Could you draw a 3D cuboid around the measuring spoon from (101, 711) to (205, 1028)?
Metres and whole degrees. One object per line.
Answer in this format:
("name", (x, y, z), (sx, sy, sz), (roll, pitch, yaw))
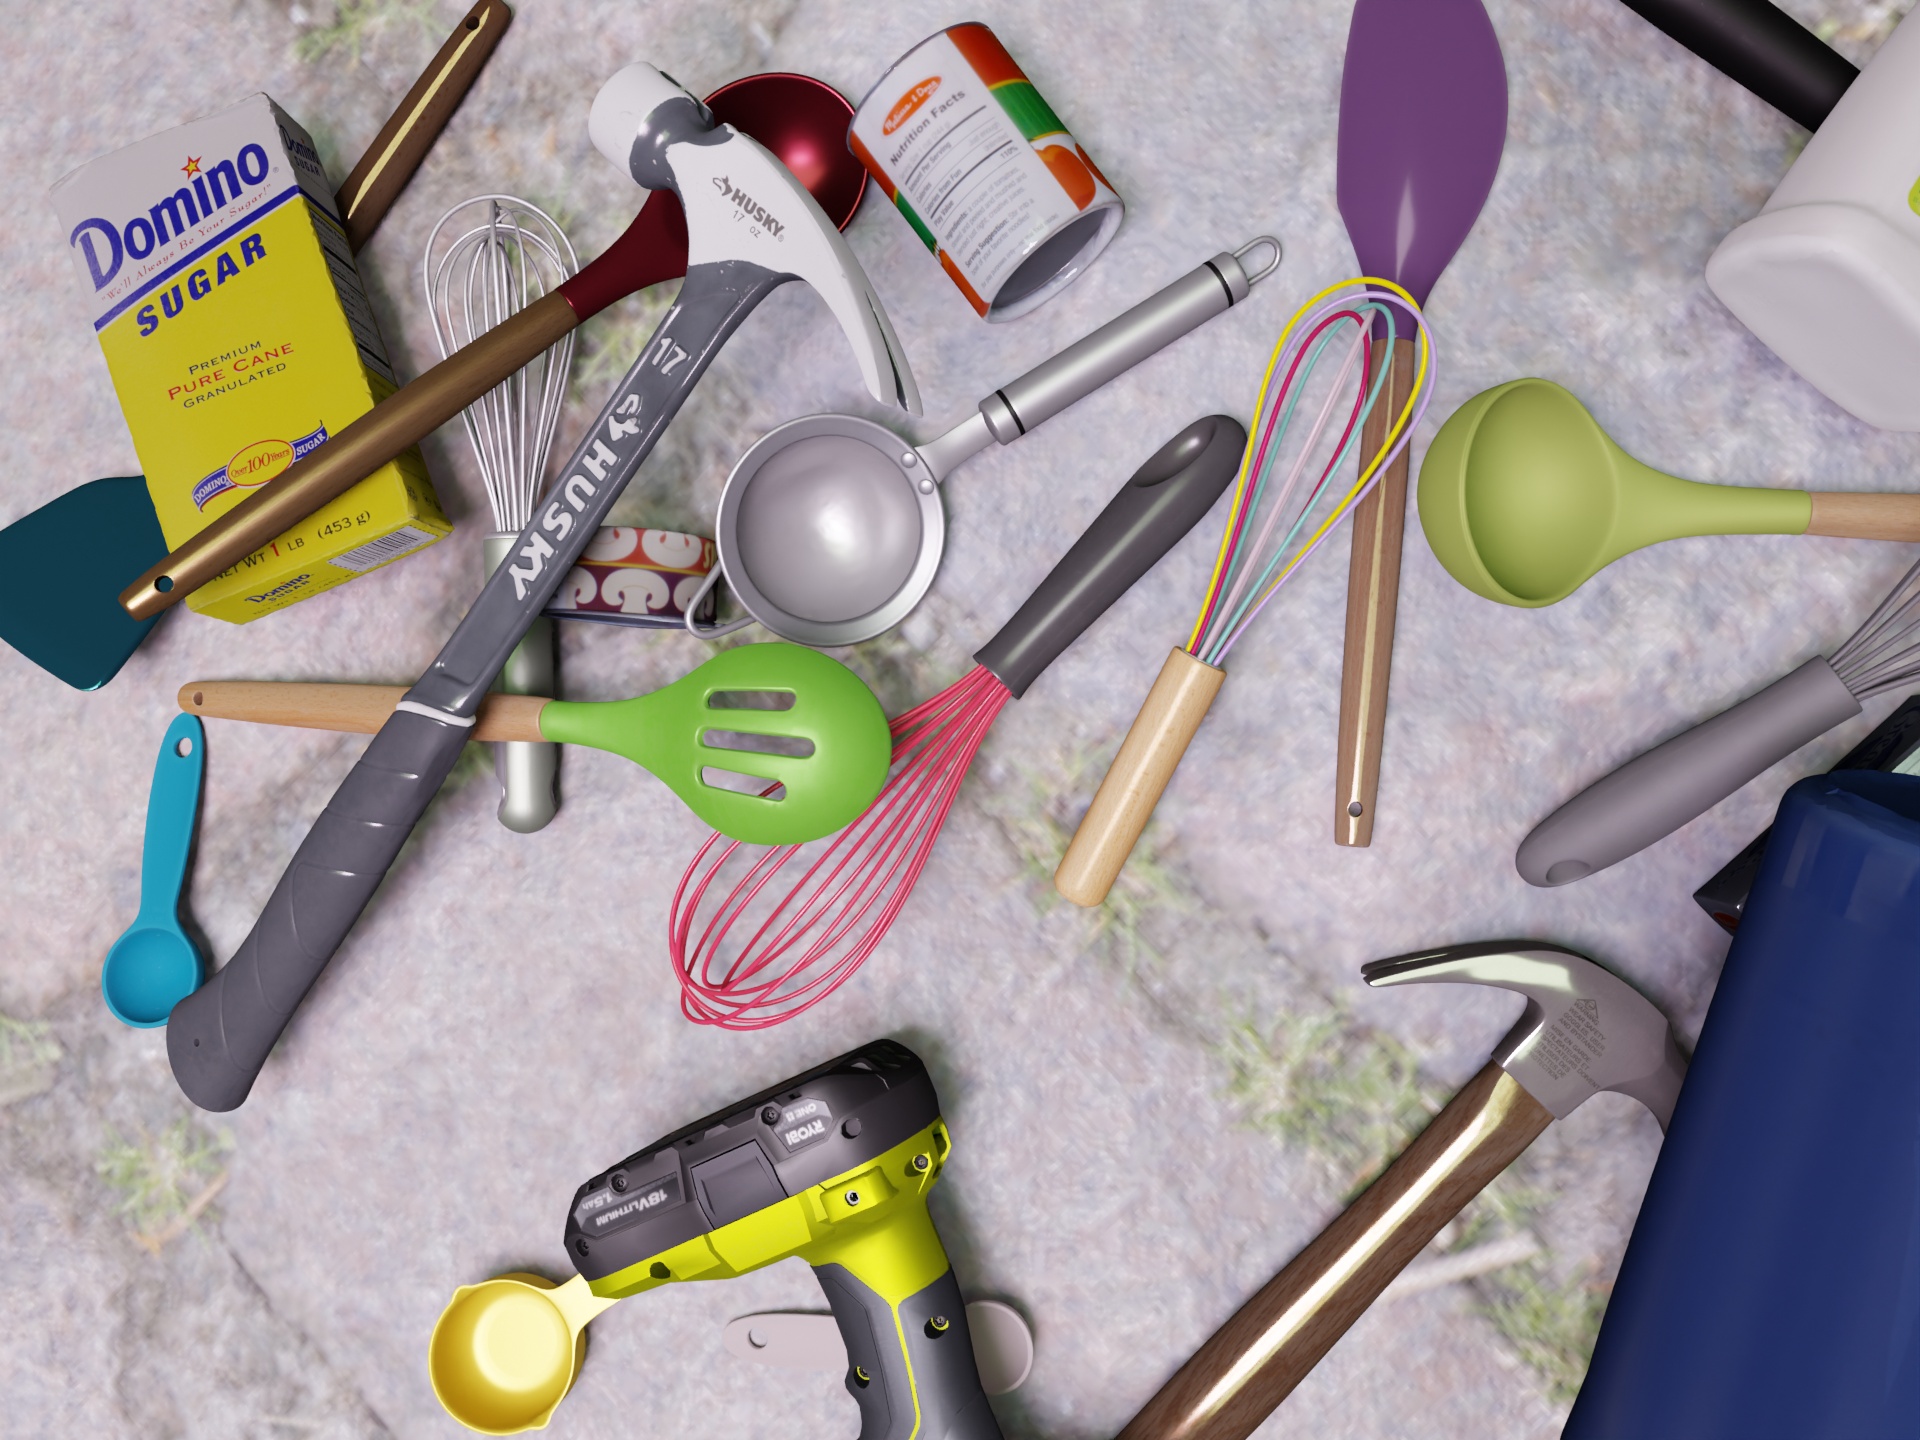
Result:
("measuring spoon", (-0.321, 0.061, 0.652), (0.042, 0.021, 0.129), (2, 80, 10))

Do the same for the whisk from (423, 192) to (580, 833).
("whisk", (-0.173, -0.079, 0.615), (0.059, 0.058, 0.246), (-3, 93, -21))

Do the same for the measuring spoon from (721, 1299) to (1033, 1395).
("measuring spoon", (-0.031, 0.234, 0.604), (0.124, 0.018, 0.034), (-4, 88, 16))

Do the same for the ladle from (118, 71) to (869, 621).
("ladle", (-0.162, -0.134, 0.573), (0.315, 0.031, 0.069), (-40, 104, -15))

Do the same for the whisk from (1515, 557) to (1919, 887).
("whisk", (0.286, -0.012, 0.520), (0.239, 0.055, 0.055), (-38, 84, 23))

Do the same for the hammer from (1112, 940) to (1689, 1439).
("hammer", (0.120, 0.211, 0.570), (0.130, 0.031, 0.331), (43, 96, 7))

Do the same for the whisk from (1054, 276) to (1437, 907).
("whisk", (0.093, -0.043, 0.568), (0.051, 0.047, 0.245), (41, 108, 52))

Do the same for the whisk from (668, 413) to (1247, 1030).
("whisk", (-0.001, -0.002, 0.580), (0.073, 0.073, 0.296), (43, 90, 7))

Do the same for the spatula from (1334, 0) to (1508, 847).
("spatula", (0.157, -0.111, 0.577), (0.060, 0.018, 0.316), (5, 89, 12))

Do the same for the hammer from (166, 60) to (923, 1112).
("hammer", (-0.169, -0.014, 0.555), (0.149, 0.036, 0.409), (43, 107, 18))

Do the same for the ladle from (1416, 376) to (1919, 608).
("ladle", (0.316, -0.070, 0.534), (0.320, 0.062, 0.078), (4, 92, 6))

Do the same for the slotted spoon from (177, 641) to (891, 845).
("slotted spoon", (-0.173, 0.001, 0.589), (0.314, 0.031, 0.070), (4, 88, 23))

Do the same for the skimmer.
("skimmer", (0.159, -0.285, 0.567), (0.363, 0.090, 0.127), (32, 57, -3))

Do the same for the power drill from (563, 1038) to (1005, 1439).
("power drill", (-0.041, 0.242, 0.553), (0.171, 0.080, 0.223), (-26, 83, 11))

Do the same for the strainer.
("strainer", (0.008, -0.107, 0.590), (0.258, 0.050, 0.086), (-31, 111, 1))

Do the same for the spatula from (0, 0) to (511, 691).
("spatula", (-0.277, -0.158, 0.633), (0.082, 0.044, 0.317), (36, 93, 7))

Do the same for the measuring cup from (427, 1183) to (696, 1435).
("measuring cup", (-0.133, 0.214, 0.618), (0.156, 0.029, 0.062), (-35, 82, -5))
